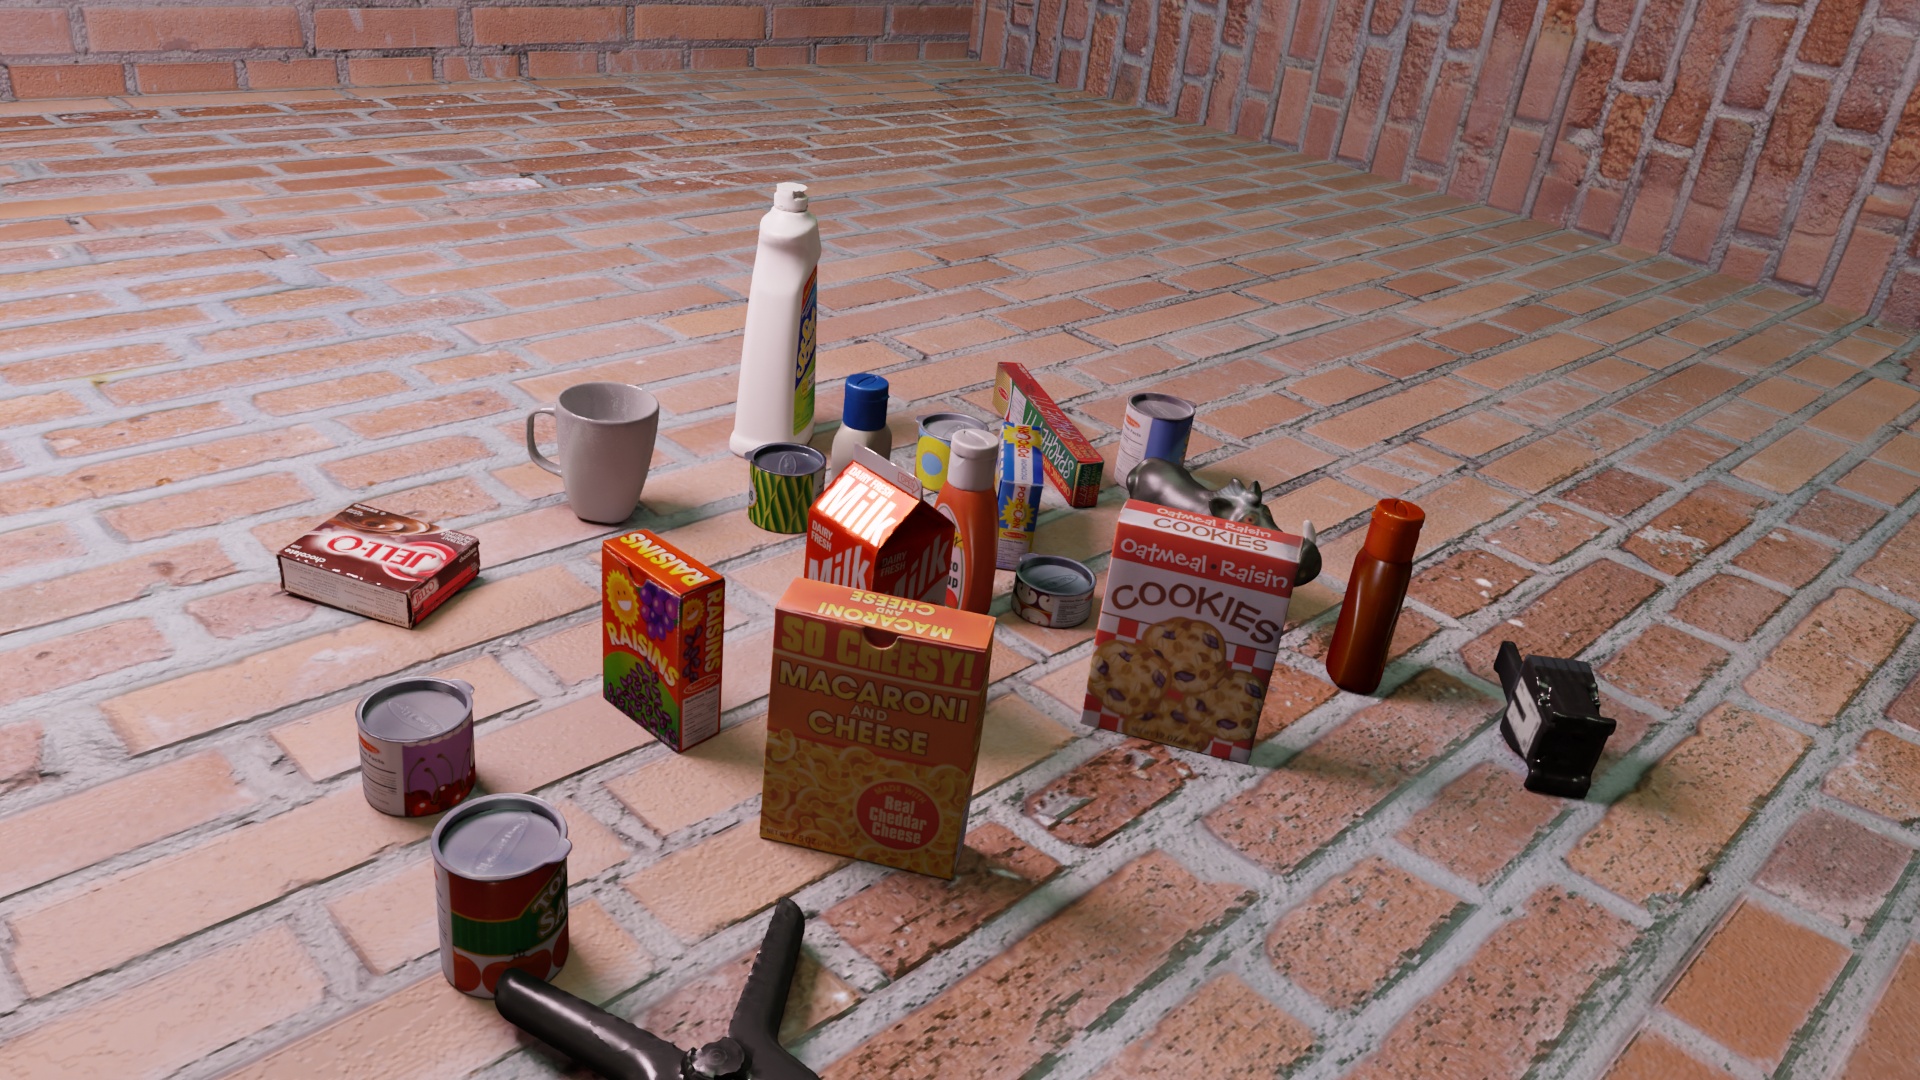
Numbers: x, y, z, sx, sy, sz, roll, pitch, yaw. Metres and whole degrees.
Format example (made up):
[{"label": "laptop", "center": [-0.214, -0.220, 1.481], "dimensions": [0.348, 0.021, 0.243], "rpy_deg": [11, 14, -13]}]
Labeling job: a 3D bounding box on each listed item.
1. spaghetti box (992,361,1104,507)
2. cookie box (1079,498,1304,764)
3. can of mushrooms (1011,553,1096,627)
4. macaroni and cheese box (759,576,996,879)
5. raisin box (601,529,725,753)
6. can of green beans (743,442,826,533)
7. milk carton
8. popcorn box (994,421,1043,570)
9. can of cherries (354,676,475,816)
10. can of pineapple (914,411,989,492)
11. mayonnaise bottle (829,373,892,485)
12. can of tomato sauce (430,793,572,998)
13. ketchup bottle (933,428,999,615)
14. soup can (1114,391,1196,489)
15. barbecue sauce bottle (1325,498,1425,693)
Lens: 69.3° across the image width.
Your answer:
[{"label": "spaghetti box", "center": [0.084, -0.111, 1.398], "dimensions": [0.029, 0.050, 0.251], "rpy_deg": [-2, 29, -18]}, {"label": "cookie box", "center": [0.158, 0.063, 0.964], "dimensions": [0.123, 0.166, 0.040], "rpy_deg": [13, 28, 11]}, {"label": "can of mushrooms", "center": [0.074, 0.040, 1.130], "dimensions": [0.071, 0.033, 0.071], "rpy_deg": [6, 28, -3]}, {"label": "macaroni and cheese box", "center": [-0.051, 0.113, 0.820], "dimensions": [0.124, 0.165, 0.040], "rpy_deg": [11, 28, 7]}, {"label": "raisin box", "center": [-0.198, 0.065, 0.919], "dimensions": [0.086, 0.122, 0.040], "rpy_deg": [28, 34, 34]}, {"label": "can of green beans", "center": [-0.151, -0.046, 1.210], "dimensions": [0.071, 0.057, 0.071], "rpy_deg": [6, 28, -3]}, {"label": "milk carton", "center": [-0.058, 0.031, 0.947], "dimensions": [0.074, 0.189, 0.072], "rpy_deg": [-19, 37, -41]}, {"label": "popcorn box", "center": [0.048, -0.040, 1.219], "dimensions": [0.038, 0.084, 0.127], "rpy_deg": [7, 28, -1]}, {"label": "can of cherries", "center": [-0.328, 0.124, 0.845], "dimensions": [0.071, 0.058, 0.072], "rpy_deg": [6, 28, -3]}, {"label": "can of pineapple", "center": [-0.010, -0.083, 1.315], "dimensions": [0.071, 0.057, 0.071], "rpy_deg": [6, 28, -3]}, {"label": "mayonnaise bottle", "center": [-0.084, -0.066, 1.168], "dimensions": [0.041, 0.147, 0.065], "rpy_deg": [19, 30, 21]}, {"label": "can of tomato sauce", "center": [-0.237, 0.186, 0.726], "dimensions": [0.071, 0.082, 0.071], "rpy_deg": [6, 28, -3]}, {"label": "ketchup bottle", "center": [0.004, -0.014, 1.090], "dimensions": [0.044, 0.148, 0.065], "rpy_deg": [-15, 35, -36]}, {"label": "soup can", "center": [0.192, -0.095, 1.358], "dimensions": [0.071, 0.083, 0.072], "rpy_deg": [6, 28, -3]}, {"label": "barbecue sauce bottle", "center": [0.319, 0.041, 1.066], "dimensions": [0.044, 0.147, 0.065], "rpy_deg": [11, 28, 8]}]
